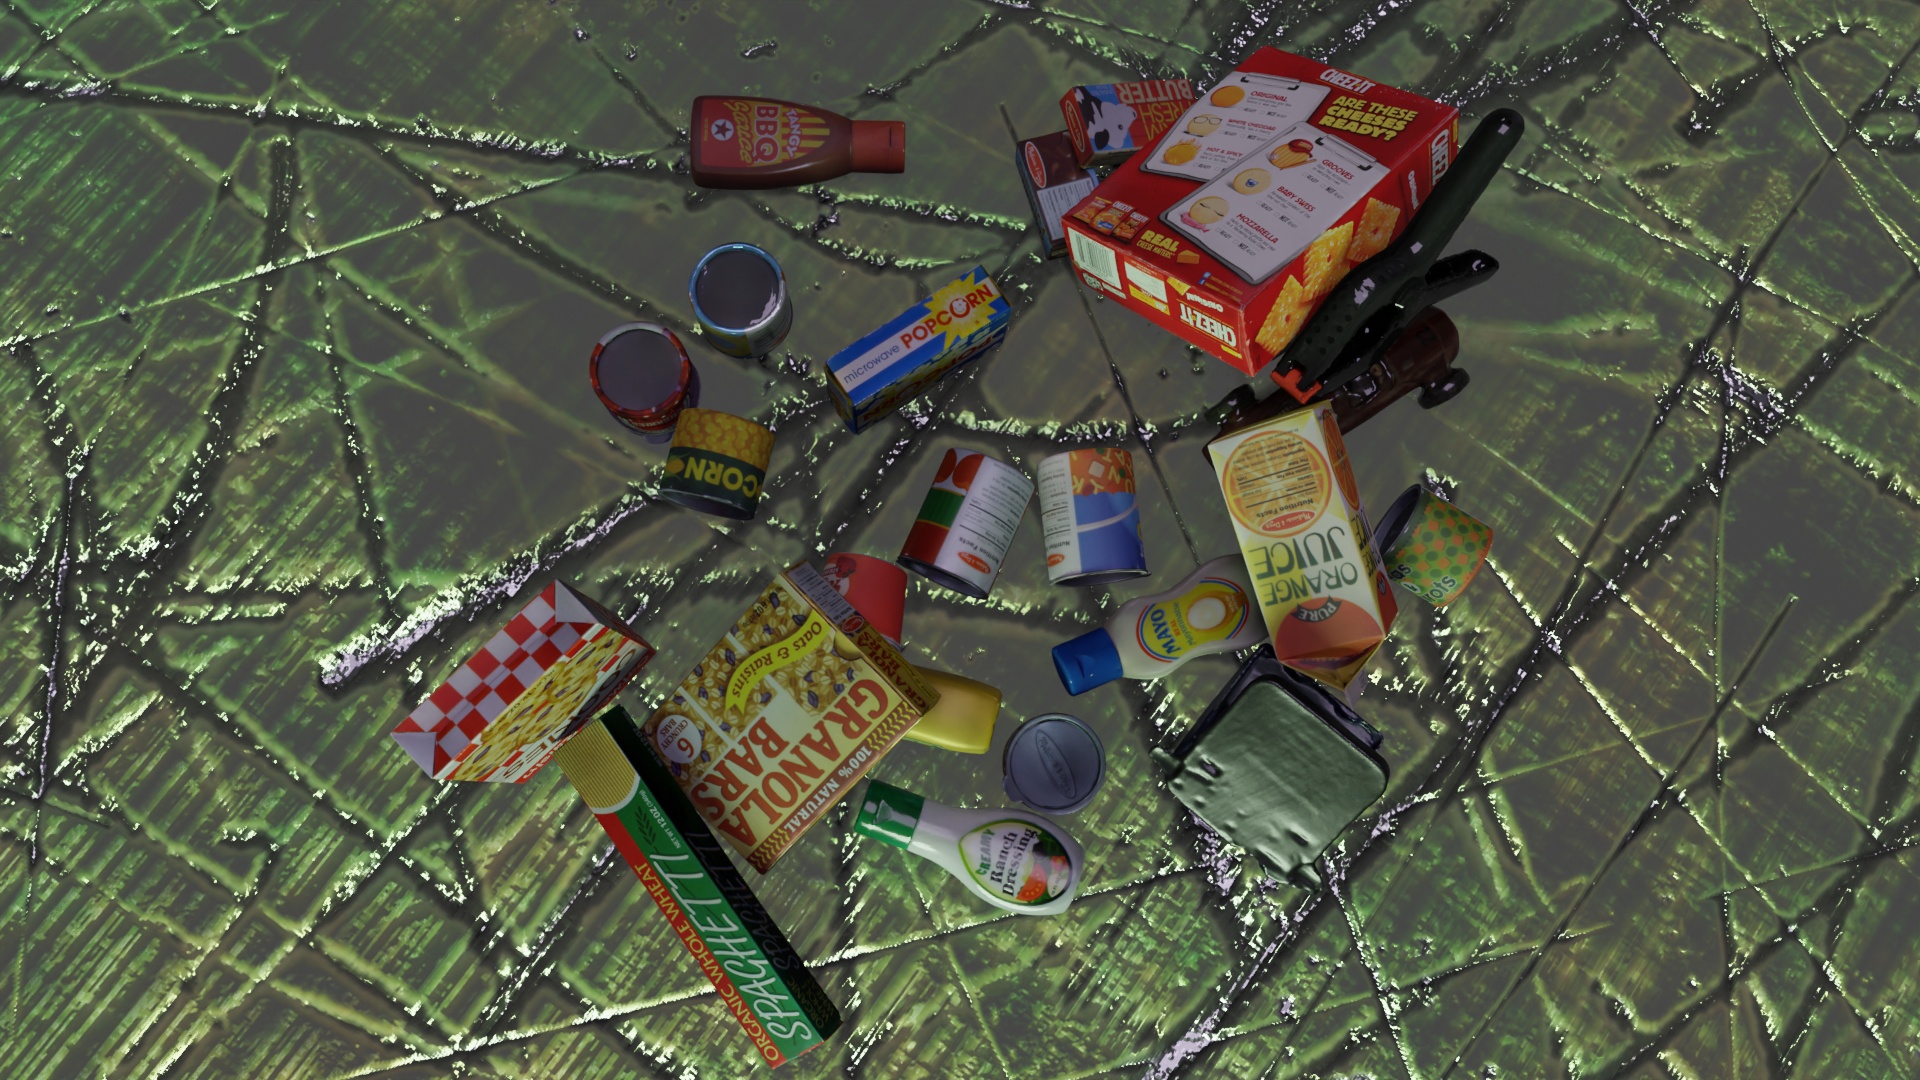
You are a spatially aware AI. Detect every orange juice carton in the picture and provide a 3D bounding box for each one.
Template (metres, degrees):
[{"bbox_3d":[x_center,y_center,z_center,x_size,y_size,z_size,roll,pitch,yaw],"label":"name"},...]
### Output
[{"bbox_3d":[0.231,0.012,0.906,0.073,0.072,0.192,-18,93,25],"label":"orange juice carton"}]

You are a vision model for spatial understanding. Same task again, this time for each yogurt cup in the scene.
[{"bbox_3d":[-0.067,0.042,0.919,0.072,0.072,0.054,13,72,-1],"label":"yogurt cup"}]

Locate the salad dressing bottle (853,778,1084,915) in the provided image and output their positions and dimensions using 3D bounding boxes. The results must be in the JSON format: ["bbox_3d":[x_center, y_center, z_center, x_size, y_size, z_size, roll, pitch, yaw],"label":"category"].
[{"bbox_3d":[0.005,0.197,0.905,0.148,0.044,0.064,19,82,0],"label":"salad dressing bottle"}]

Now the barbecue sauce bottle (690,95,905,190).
[{"bbox_3d":[-0.113,-0.279,0.980,0.149,0.043,0.065,1,79,-4],"label":"barbecue sauce bottle"}]

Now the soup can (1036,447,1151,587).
[{"bbox_3d":[0.090,-0.015,0.937,0.071,0.071,0.084,-5,81,-4],"label":"soup can"}]

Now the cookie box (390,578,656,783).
[{"bbox_3d":[-0.257,0.091,0.846,0.040,0.167,0.123,44,81,7],"label":"cookie box"}]

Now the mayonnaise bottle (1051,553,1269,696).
[{"bbox_3d":[0.136,0.062,0.938,0.148,0.041,0.065,-22,86,-7],"label":"mayonnaise bottle"}]

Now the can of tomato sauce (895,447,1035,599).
[{"bbox_3d":[0.003,-0.012,0.931,0.071,0.071,0.083,24,80,1],"label":"can of tomato sauce"}]

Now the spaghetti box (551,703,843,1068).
[{"bbox_3d":[-0.166,0.220,0.880,0.050,0.029,0.250,-36,88,24],"label":"spaghetti box"}]

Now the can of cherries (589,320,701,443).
[{"bbox_3d":[-0.211,-0.106,0.937,0.071,0.058,0.071,1,80,-3],"label":"can of cherries"}]

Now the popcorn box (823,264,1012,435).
[{"bbox_3d":[-0.030,-0.126,0.938,0.127,0.085,0.038,-33,83,-8],"label":"popcorn box"}]

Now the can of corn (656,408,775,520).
[{"bbox_3d":[-0.161,-0.051,0.924,0.071,0.071,0.058,14,79,-1],"label":"can of corn"}]

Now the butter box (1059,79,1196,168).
[{"bbox_3d":[0.124,-0.298,0.990,0.104,0.024,0.053,-14,82,-27],"label":"butter box"}]

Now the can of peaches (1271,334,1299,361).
[{"bbox_3d":[0.220,-0.168,0.971,0.058,0.071,0.071,-34,84,-8],"label":"can of peaches"}]

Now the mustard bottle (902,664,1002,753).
[{"bbox_3d":[-0.054,0.101,0.911,0.160,0.065,0.049,13,86,5],"label":"mustard bottle"}]

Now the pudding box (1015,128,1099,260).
[{"bbox_3d":[0.074,-0.248,0.993,0.050,0.030,0.084,-16,82,-5],"label":"pudding box"}]

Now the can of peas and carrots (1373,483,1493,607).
[{"bbox_3d":[0.317,0.006,0.946,0.059,0.071,0.071,31,80,1],"label":"can of peas and carrots"}]

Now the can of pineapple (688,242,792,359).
[{"bbox_3d":[-0.151,-0.165,0.951,0.071,0.057,0.071,1,81,-3],"label":"can of pineapple"}]

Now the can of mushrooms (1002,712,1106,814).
[{"bbox_3d":[0.059,0.149,0.922,0.071,0.033,0.071,1,81,-4],"label":"can of mushrooms"}]

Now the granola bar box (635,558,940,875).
[{"bbox_3d":[-0.113,0.113,0.877,0.124,0.039,0.165,45,111,4],"label":"granola bar box"}]
